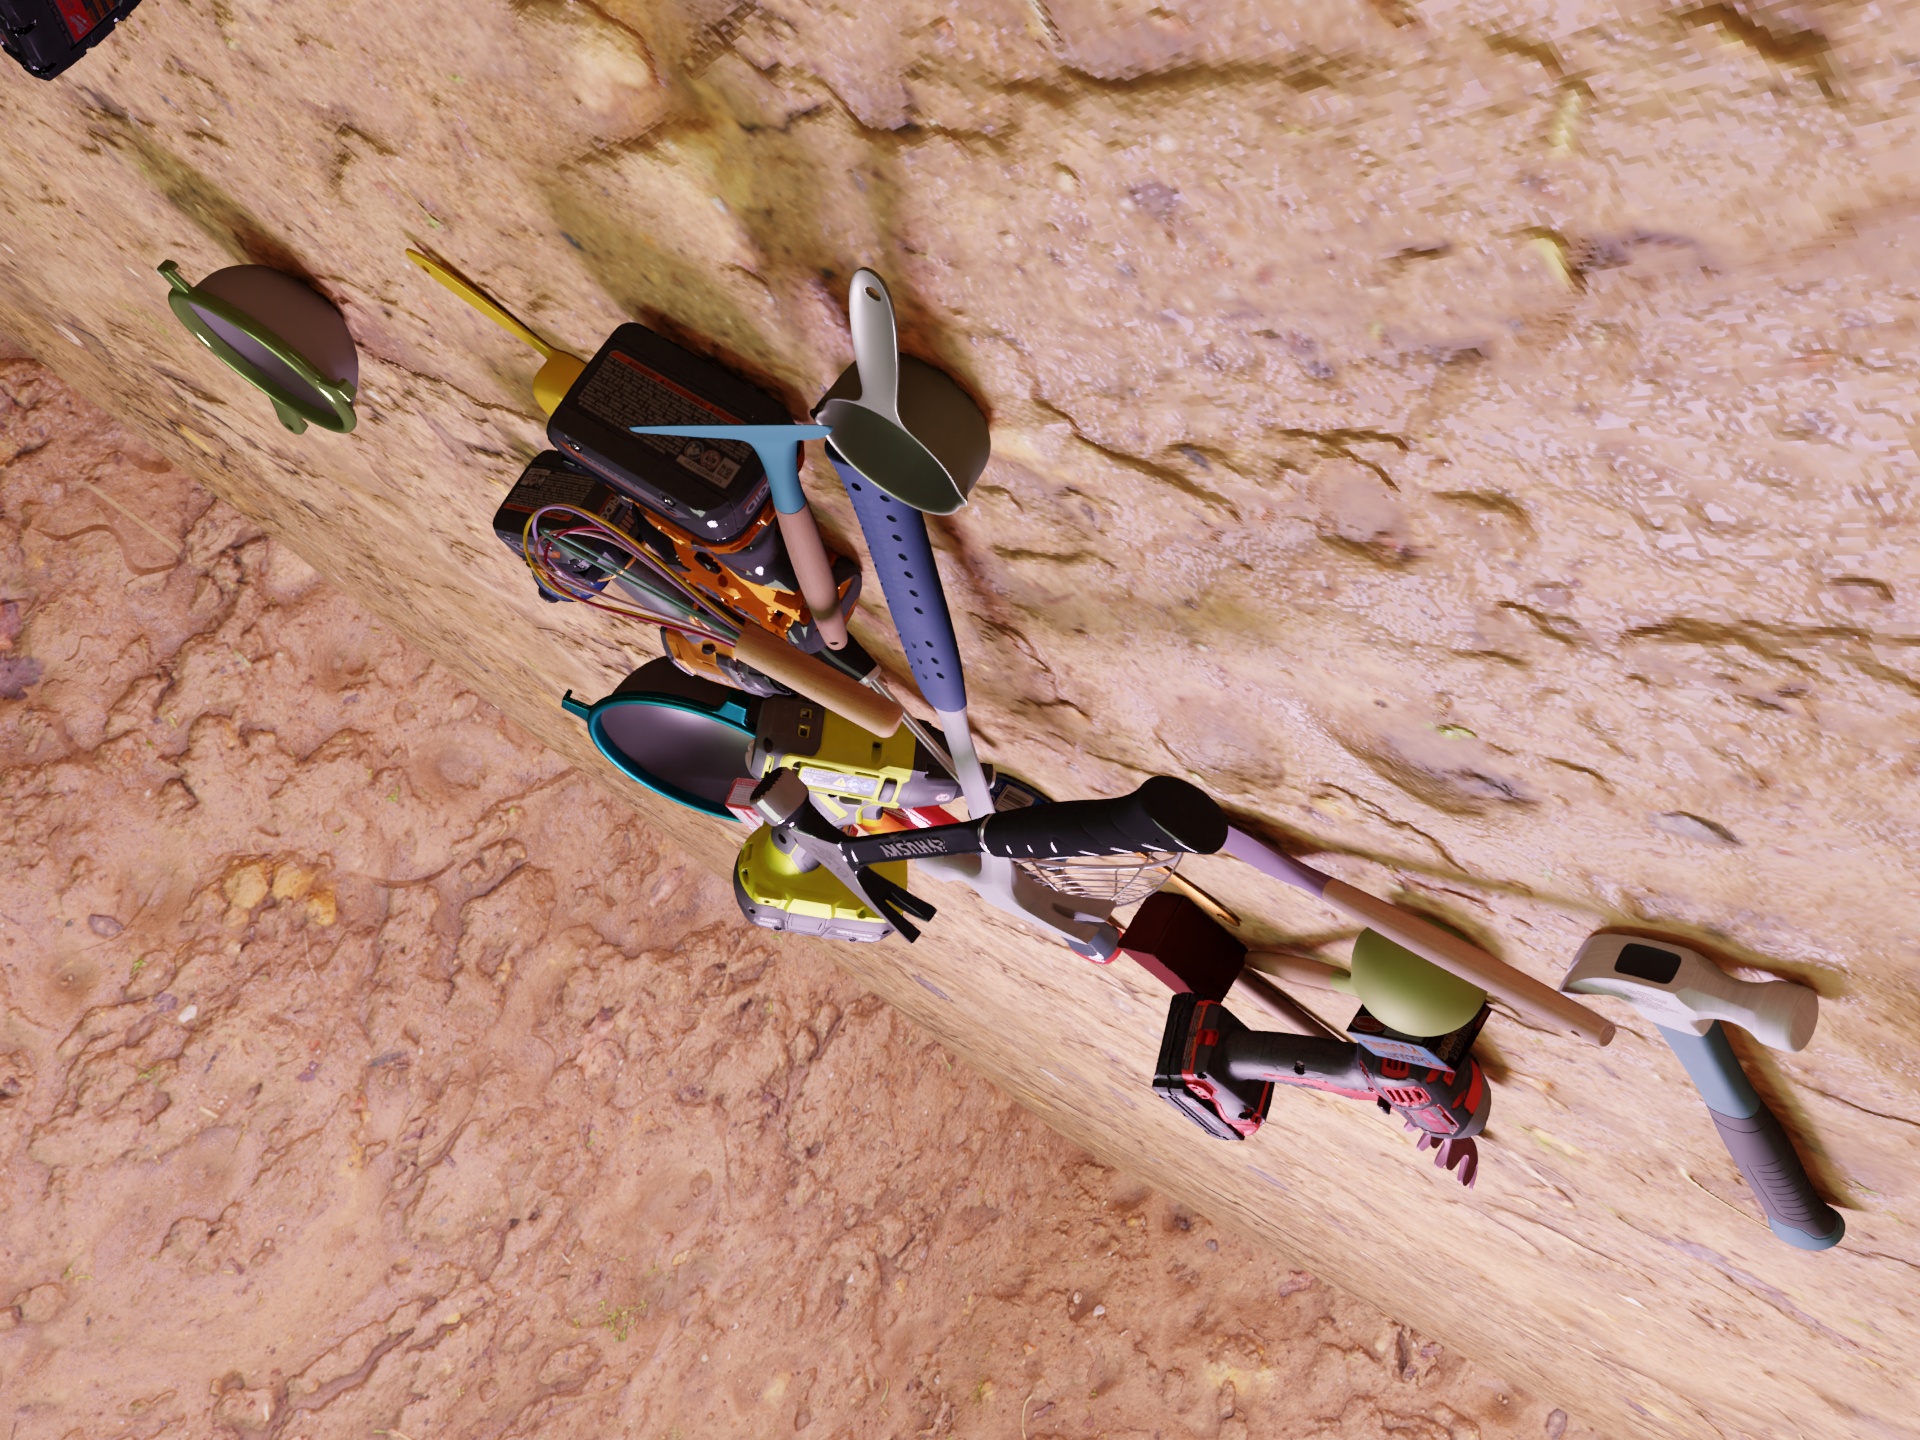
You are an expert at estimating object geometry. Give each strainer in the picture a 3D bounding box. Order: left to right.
[{"bbox_3d":[-0.506,-0.277,1.211,0.151,0.069,0.256,35,166,-11],"label":"strainer"},{"bbox_3d":[-0.174,0.034,1.400,0.211,0.095,0.340,1,150,31],"label":"strainer"}]

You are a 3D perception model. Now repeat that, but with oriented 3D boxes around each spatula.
[{"bbox_3d":[-0.083,-0.087,0.783,0.082,0.044,0.317,0,162,4],"label":"spatula"},{"bbox_3d":[0.224,0.105,0.877,0.059,0.018,0.316,44,171,-35],"label":"spatula"}]

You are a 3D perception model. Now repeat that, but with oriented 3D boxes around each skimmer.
[{"bbox_3d":[-0.002,-0.003,1.061,0.363,0.090,0.127,47,153,-8],"label":"skimmer"}]

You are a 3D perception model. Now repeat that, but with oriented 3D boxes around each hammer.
[{"bbox_3d":[0.000,-0.004,0.894,0.144,0.035,0.405,24,151,29],"label":"hammer"},{"bbox_3d":[0.015,0.098,1.288,0.143,0.038,0.386,-24,133,38],"label":"hammer"},{"bbox_3d":[0.012,0.072,0.919,0.149,0.036,0.409,46,154,-17],"label":"hammer"},{"bbox_3d":[0.405,0.203,0.825,0.128,0.033,0.330,17,157,48],"label":"hammer"}]

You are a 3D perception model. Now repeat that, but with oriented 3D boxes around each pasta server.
[{"bbox_3d":[0.290,0.264,1.262,0.316,0.040,0.060,37,176,-4],"label":"pasta server"}]

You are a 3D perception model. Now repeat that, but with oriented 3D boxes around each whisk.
[{"bbox_3d":[-0.143,-0.053,0.900,0.245,0.047,0.051,29,172,7],"label":"whisk"}]

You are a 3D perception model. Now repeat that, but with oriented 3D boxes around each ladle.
[{"bbox_3d":[0.246,0.157,1.035,0.078,0.062,0.320,43,172,-2],"label":"ladle"}]

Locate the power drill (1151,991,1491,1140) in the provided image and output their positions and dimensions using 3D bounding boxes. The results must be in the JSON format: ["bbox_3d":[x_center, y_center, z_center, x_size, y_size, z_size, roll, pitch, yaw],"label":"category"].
[{"bbox_3d":[0.261,0.253,1.127,0.220,0.079,0.143,-6,145,38],"label":"power drill"}]

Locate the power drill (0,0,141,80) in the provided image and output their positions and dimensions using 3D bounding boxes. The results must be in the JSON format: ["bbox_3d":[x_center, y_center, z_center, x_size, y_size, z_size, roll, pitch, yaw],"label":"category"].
[{"bbox_3d":[-0.511,-0.420,0.764,0.226,0.080,0.188,40,165,-9],"label":"power drill"}]

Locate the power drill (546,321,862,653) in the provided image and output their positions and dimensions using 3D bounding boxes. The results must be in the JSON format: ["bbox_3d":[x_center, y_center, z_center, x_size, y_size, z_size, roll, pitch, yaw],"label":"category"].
[{"bbox_3d":[-0.148,-0.127,0.894,0.164,0.084,0.226,31,169,13],"label":"power drill"}]

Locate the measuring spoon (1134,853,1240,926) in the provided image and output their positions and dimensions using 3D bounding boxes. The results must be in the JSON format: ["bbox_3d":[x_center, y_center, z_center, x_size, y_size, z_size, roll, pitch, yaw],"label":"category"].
[{"bbox_3d":[0.152,0.117,1.143,0.117,0.011,0.021,35,165,-3],"label":"measuring spoon"}]

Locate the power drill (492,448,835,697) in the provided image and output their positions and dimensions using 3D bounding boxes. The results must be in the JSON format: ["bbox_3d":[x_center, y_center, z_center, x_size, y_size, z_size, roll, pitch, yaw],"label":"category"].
[{"bbox_3d":[-0.194,-0.090,1.115,0.185,0.084,0.226,16,161,46],"label":"power drill"}]

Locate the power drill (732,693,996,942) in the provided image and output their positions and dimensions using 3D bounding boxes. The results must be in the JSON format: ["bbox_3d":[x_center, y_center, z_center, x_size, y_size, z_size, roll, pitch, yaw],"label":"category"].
[{"bbox_3d":[-0.080,0.076,1.184,0.171,0.080,0.223,11,141,-10],"label":"power drill"}]

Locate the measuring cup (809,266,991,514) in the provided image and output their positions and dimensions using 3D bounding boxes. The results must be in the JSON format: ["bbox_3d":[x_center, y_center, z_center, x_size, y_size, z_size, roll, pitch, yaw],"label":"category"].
[{"bbox_3d":[-0.023,-0.143,0.652,0.083,0.038,0.167,31,163,12],"label":"measuring cup"}]

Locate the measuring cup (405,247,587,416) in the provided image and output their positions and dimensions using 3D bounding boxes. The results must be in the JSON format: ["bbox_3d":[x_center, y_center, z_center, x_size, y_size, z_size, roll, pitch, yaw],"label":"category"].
[{"bbox_3d":[-0.270,-0.222,0.948,0.156,0.029,0.062,37,165,-15],"label":"measuring cup"}]
